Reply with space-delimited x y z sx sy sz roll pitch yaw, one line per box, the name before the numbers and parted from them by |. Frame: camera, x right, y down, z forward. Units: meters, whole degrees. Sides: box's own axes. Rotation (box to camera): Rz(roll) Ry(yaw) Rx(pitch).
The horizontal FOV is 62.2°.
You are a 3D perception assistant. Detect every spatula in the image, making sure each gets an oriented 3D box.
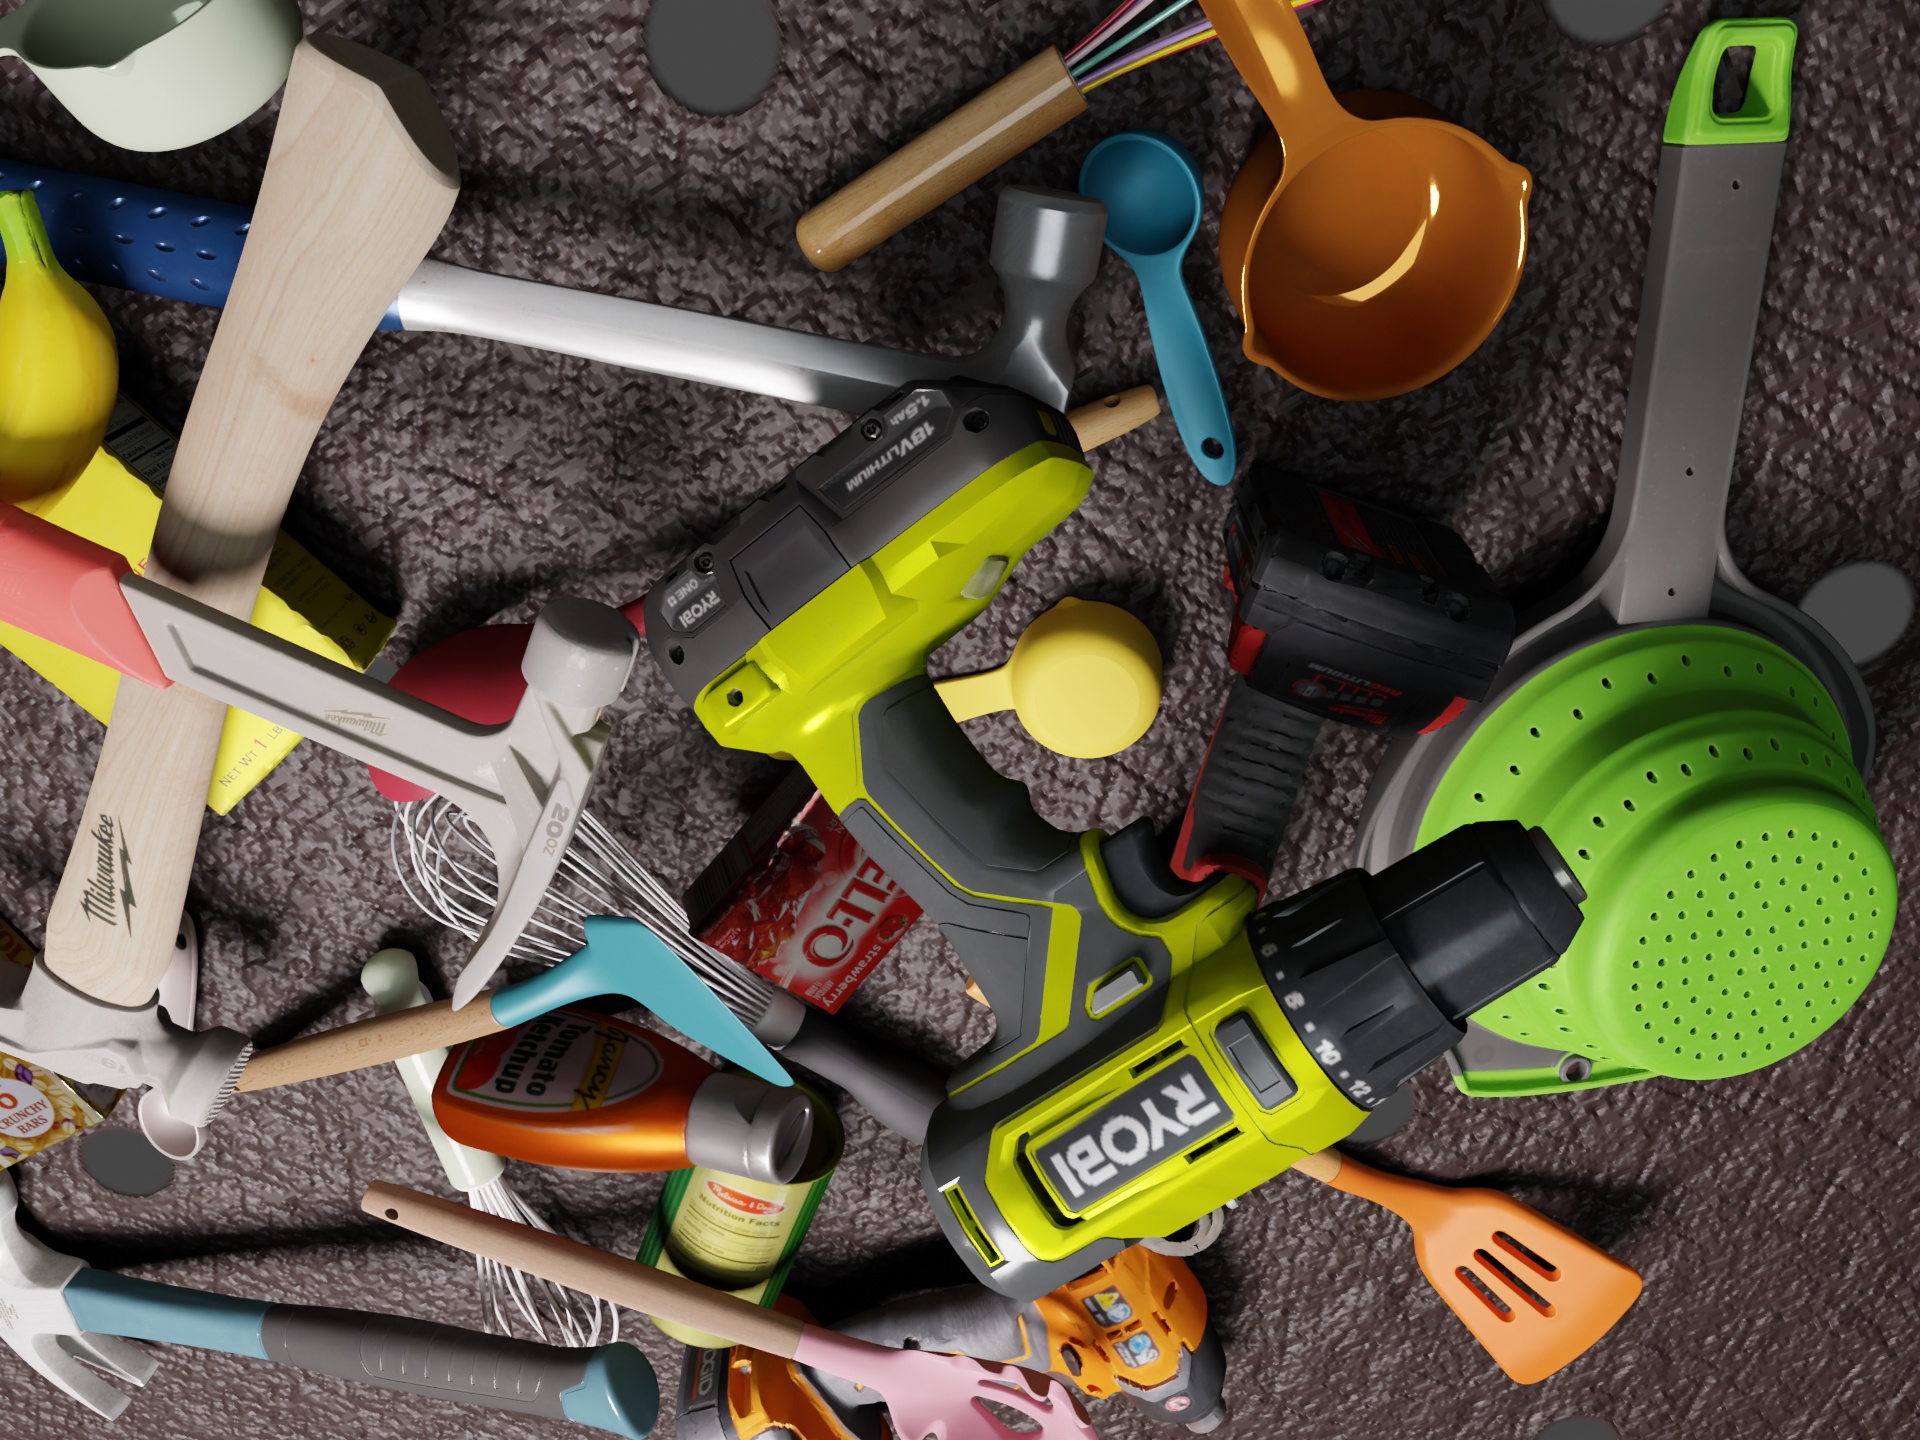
spatula | 0.142 0.188 0.683 0.322 0.041 0.081 29 115 -12
spatula | -0.196 0.120 0.603 0.317 0.044 0.082 -18 122 32

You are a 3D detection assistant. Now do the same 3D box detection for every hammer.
hammer | -0.166 -0.129 0.506 0.405 0.035 0.144 11 113 1
hammer | -0.285 -0.038 0.482 0.359 0.037 0.149 24 117 -8
hammer | -0.293 0.273 0.707 0.331 0.033 0.128 4 119 13
hammer | -0.265 -0.030 0.527 0.146 0.038 0.410 26 118 -9

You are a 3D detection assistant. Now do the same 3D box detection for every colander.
colander | 0.250 -0.018 0.529 0.204 0.095 0.396 -5 114 -8

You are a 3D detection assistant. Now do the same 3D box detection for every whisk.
whisk | -0.208 0.205 0.701 0.059 0.058 0.246 -26 116 -24
whisk | 0.054 -0.205 0.482 0.245 0.051 0.047 -28 119 18
whisk | -0.101 0.104 0.640 0.284 0.070 0.070 36 113 -22

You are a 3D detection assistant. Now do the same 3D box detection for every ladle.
ladle | -0.077 -0.051 0.562 0.315 0.069 0.031 -22 140 6

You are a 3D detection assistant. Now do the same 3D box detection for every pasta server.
pasta server | -0.093 0.247 0.643 0.316 0.040 0.060 20 105 -2

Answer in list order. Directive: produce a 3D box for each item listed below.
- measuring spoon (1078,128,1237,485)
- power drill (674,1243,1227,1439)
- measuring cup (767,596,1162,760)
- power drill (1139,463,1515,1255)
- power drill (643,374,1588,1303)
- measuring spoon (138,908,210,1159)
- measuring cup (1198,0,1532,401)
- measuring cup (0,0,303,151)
measuring spoon | 0.075 -0.137 0.531 0.042 0.021 0.128 5 133 35
power drill | 0.006 0.299 0.723 0.226 0.084 0.164 -28 113 10
measuring cup | -0.001 -0.002 0.593 0.156 0.029 0.062 -13 116 7
power drill | 0.097 0.046 0.531 0.080 0.188 0.226 18 113 -1
power drill | 0.035 0.022 0.441 0.190 0.080 0.228 -36 82 17
measuring spoon | -0.332 0.133 0.681 0.034 0.018 0.124 19 112 16
measuring cup | 0.101 -0.178 0.475 0.095 0.052 0.173 -31 122 15
measuring cup | -0.275 -0.190 0.477 0.167 0.083 0.038 -17 145 9
